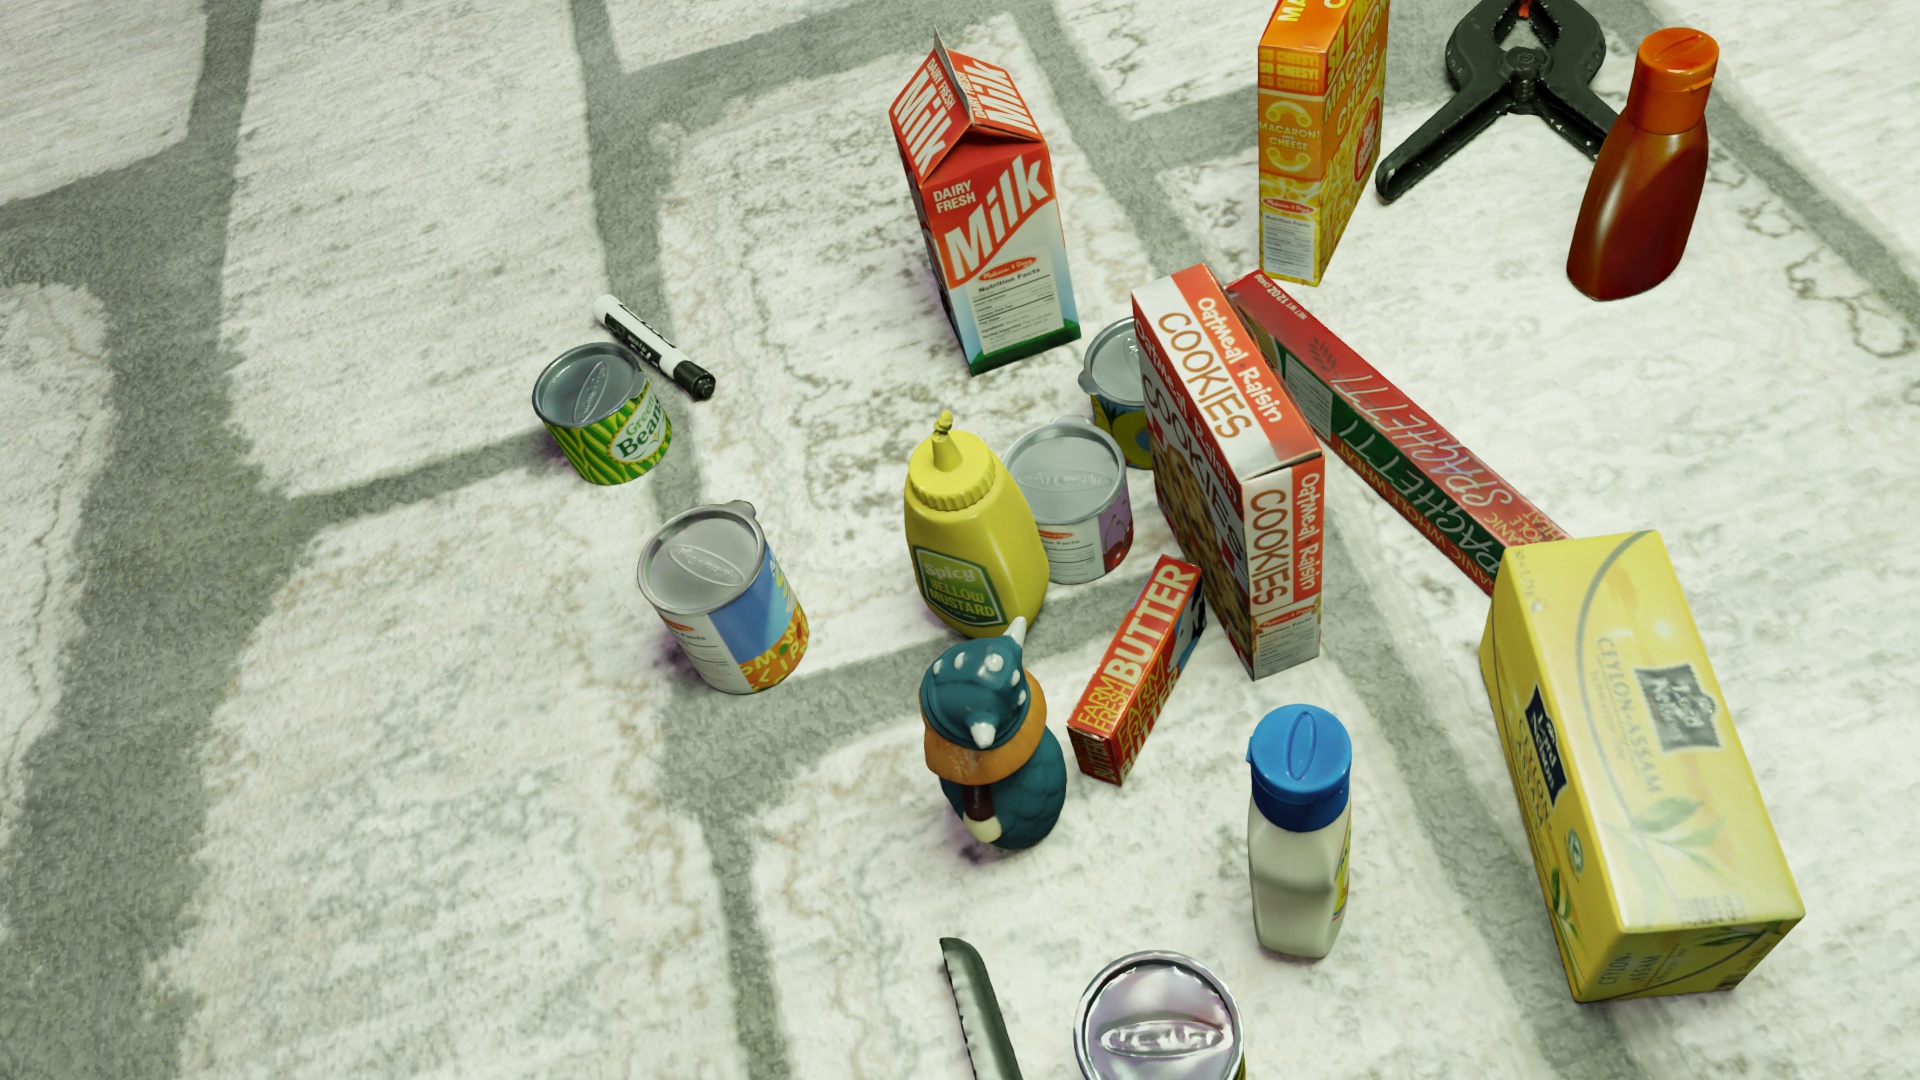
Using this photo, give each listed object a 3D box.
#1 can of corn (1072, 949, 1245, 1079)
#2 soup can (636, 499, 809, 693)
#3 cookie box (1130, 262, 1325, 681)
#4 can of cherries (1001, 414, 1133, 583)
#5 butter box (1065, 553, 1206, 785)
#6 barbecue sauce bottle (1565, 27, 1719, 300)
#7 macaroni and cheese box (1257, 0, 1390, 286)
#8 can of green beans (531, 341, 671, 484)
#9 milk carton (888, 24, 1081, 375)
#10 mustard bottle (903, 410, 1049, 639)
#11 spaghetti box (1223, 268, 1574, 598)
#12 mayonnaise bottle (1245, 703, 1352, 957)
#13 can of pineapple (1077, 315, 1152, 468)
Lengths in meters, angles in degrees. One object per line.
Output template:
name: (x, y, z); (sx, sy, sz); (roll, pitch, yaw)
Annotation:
can of corn: (0.082, 0.210, 0.561); (0.071, 0.058, 0.071); (-6, 54, 9)
soup can: (-0.119, 0.030, 0.721); (0.071, 0.083, 0.072); (-6, 54, 9)
cookie box: (0.127, -0.029, 0.653); (0.040, 0.166, 0.123); (-21, 53, -2)
can of cherries: (0.058, -0.021, 0.732); (0.071, 0.058, 0.072); (-6, 54, 9)
butter box: (0.087, 0.062, 0.668); (0.024, 0.053, 0.104); (20, 62, 25)
barbecue sauce bottle: (0.362, -0.196, 0.729); (0.065, 0.148, 0.044); (-26, 54, -5)
macaroni and cheese box: (0.207, -0.248, 0.792); (0.040, 0.165, 0.124); (17, 61, 23)
can of green beans: (-0.214, -0.076, 0.834); (0.071, 0.057, 0.071); (-6, 54, 9)
milk carton: (0.013, -0.190, 0.780); (0.073, 0.189, 0.072); (-20, 53, -1)
mustard bottle: (0.002, -0.008, 0.672); (0.065, 0.159, 0.049); (15, 60, 22)
spaghetti box: (0.221, -0.052, 0.721); (0.029, 0.050, 0.251); (-31, 54, -9)
mayonnaise bottle: (0.137, 0.116, 0.559); (0.041, 0.147, 0.065); (7, 57, 18)
can of pineapple: (0.102, -0.081, 0.765); (0.071, 0.057, 0.071); (-6, 54, 9)
